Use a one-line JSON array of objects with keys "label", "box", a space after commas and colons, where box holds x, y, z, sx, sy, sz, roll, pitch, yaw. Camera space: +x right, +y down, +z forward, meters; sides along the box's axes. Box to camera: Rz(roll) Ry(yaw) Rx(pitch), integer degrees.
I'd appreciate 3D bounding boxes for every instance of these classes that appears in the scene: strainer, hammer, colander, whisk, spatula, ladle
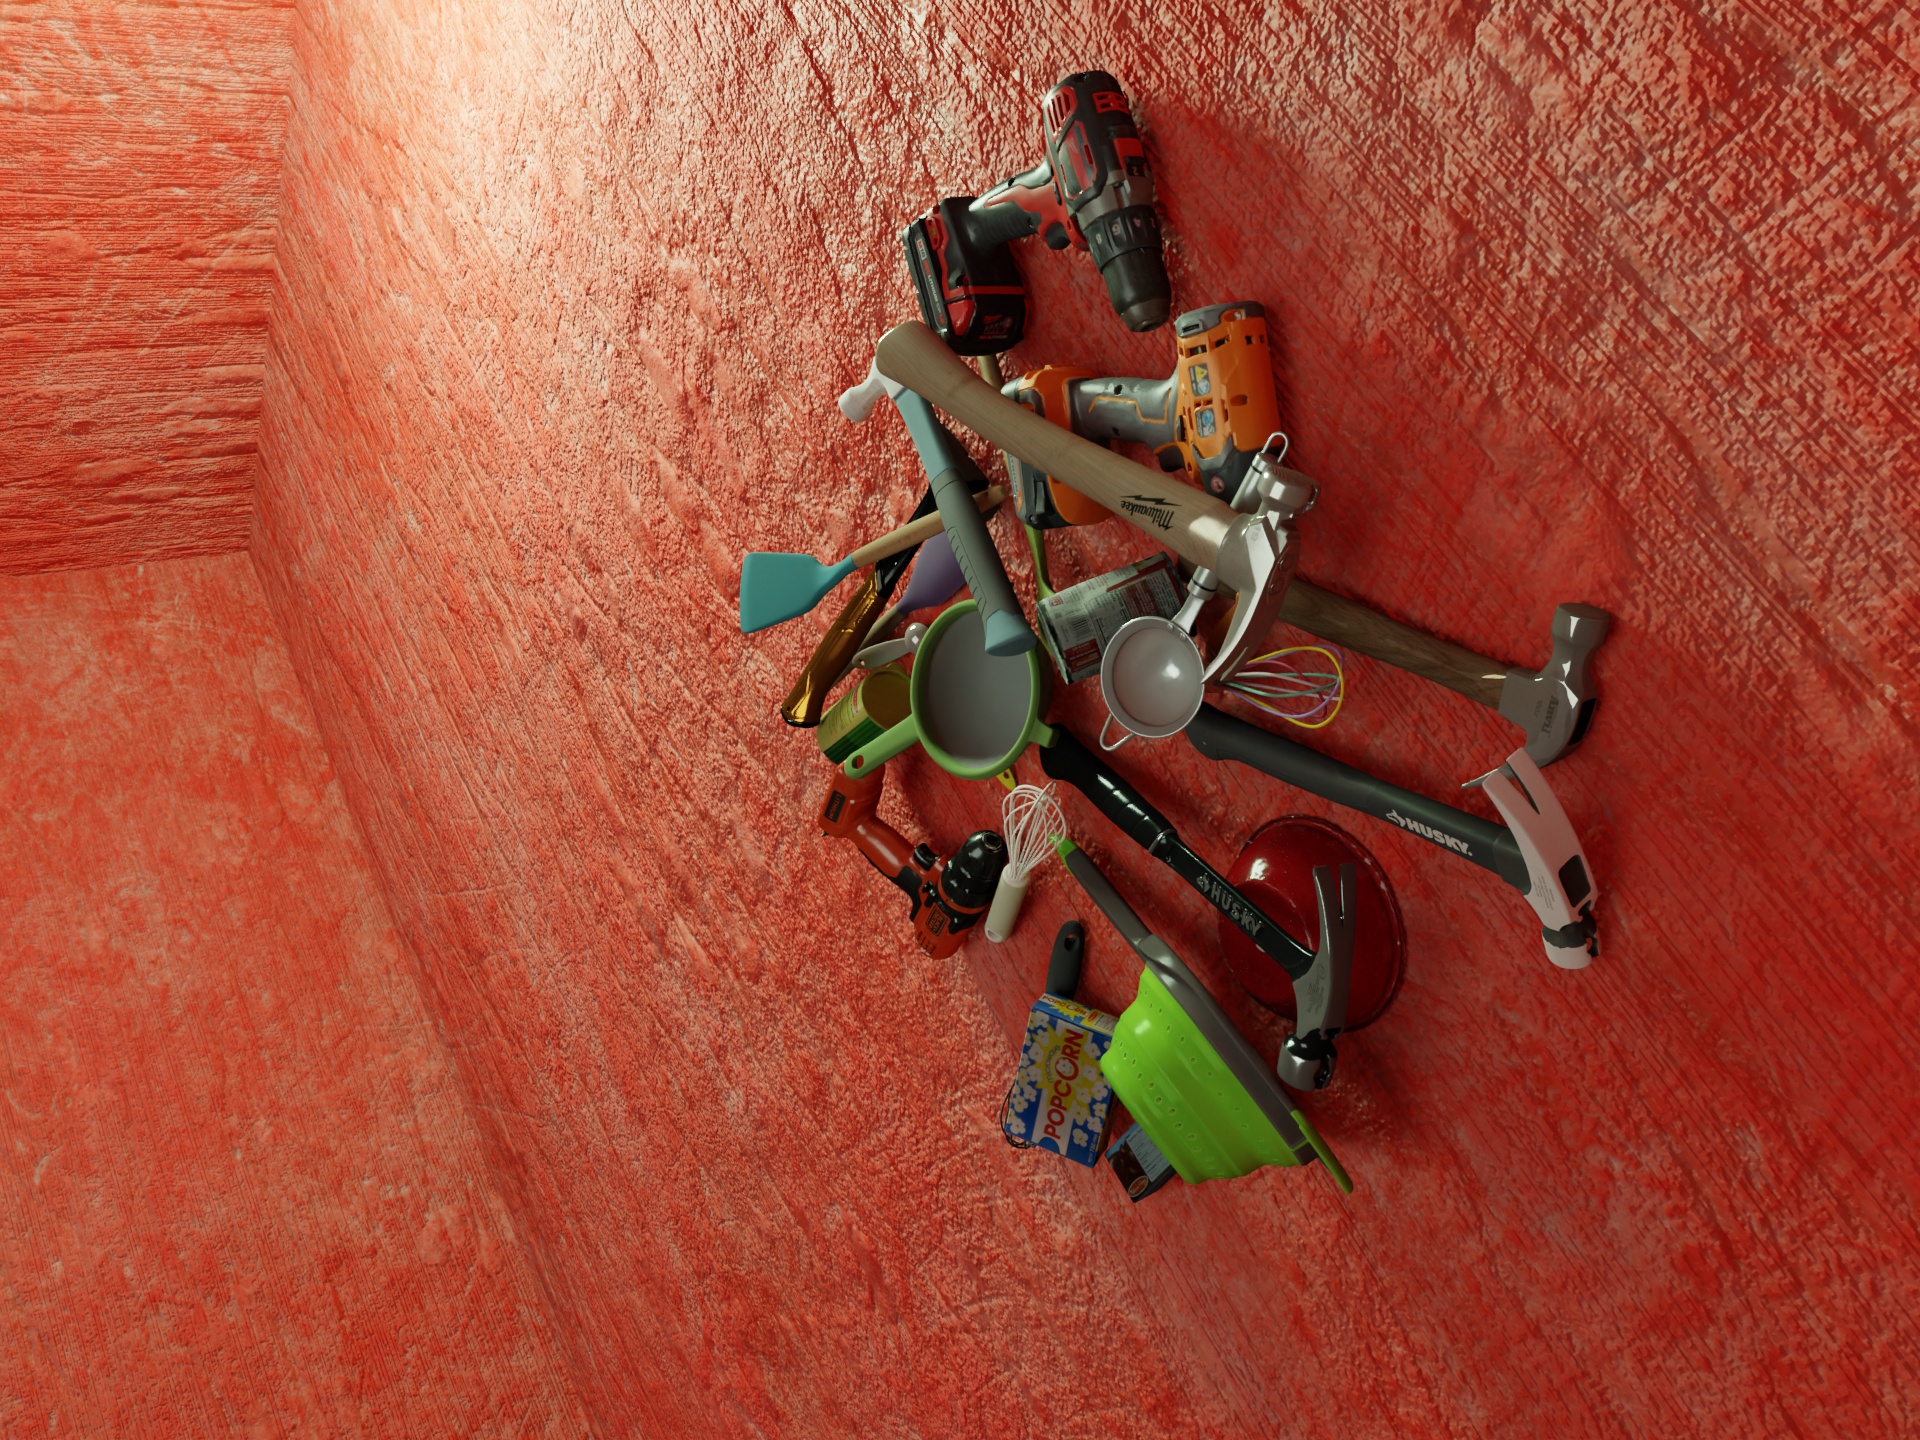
[{"label": "strainer", "box": [-0.002, -0.004, 1.375, 0.256, 0.069, 0.152, -32, 67, 42]}, {"label": "strainer", "box": [0.165, -0.084, 1.090, 0.087, 0.050, 0.258, 43, 126, 27]}, {"label": "hammer", "box": [0.157, 0.093, 1.161, 0.409, 0.036, 0.149, -136, 48, -57]}, {"label": "colander", "box": [0.134, 0.221, 1.197, 0.204, 0.094, 0.398, 53, 178, -38]}, {"label": "hammer", "box": [-0.084, -0.120, 1.458, 0.127, 0.034, 0.336, 56, 129, 27]}, {"label": "whisk", "box": [0.192, -0.025, 1.118, 0.047, 0.051, 0.245, 64, 161, -13]}, {"label": "hammer", "box": [-0.009, -0.186, 1.303, 0.128, 0.033, 0.331, -40, 55, 29]}, {"label": "whisk", "box": [0.076, 0.280, 1.399, 0.055, 0.055, 0.238, 33, 121, 45]}, {"label": "hammer", "box": [0.070, -0.180, 1.128, 0.411, 0.038, 0.146, 38, 121, 38]}, {"label": "spatula", "box": [-0.067, -0.096, 1.506, 0.316, 0.018, 0.060, -41, 66, 50]}, {"label": "spatula", "box": [-0.081, -0.151, 1.397, 0.317, 0.044, 0.082, -19, 63, 43]}, {"label": "whisk", "box": [0.050, 0.127, 1.355, 0.058, 0.059, 0.246, 31, 146, 12]}, {"label": "hammer", "box": [0.263, 0.043, 1.045, 0.335, 0.035, 0.146, 27, 150, 53]}, {"label": "ladle", "box": [0.063, -0.188, 1.280, 0.062, 0.078, 0.320, -18, 74, 11]}, {"label": "hammer", "box": [0.265, -0.057, 1.047, 0.332, 0.031, 0.130, 31, 124, 46]}]

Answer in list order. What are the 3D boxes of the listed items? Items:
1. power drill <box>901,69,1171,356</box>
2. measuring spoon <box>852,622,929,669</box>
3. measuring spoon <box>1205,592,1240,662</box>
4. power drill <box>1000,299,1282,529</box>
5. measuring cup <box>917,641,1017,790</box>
[{"label": "power drill", "box": [0.064, -0.351, 1.202, 0.227, 0.080, 0.188, -22, 83, 51]}, {"label": "measuring spoon", "box": [-0.068, -0.063, 1.500, 0.124, 0.018, 0.034, -16, 108, 49]}, {"label": "measuring spoon", "box": [0.189, -0.064, 1.126, 0.021, 0.011, 0.116, 55, 163, 13]}, {"label": "power drill", "box": [0.135, -0.196, 1.146, 0.226, 0.084, 0.164, -4, 98, 51]}, {"label": "measuring cup", "box": [0.015, -0.009, 1.422, 0.156, 0.029, 0.062, 59, 140, 6]}]
